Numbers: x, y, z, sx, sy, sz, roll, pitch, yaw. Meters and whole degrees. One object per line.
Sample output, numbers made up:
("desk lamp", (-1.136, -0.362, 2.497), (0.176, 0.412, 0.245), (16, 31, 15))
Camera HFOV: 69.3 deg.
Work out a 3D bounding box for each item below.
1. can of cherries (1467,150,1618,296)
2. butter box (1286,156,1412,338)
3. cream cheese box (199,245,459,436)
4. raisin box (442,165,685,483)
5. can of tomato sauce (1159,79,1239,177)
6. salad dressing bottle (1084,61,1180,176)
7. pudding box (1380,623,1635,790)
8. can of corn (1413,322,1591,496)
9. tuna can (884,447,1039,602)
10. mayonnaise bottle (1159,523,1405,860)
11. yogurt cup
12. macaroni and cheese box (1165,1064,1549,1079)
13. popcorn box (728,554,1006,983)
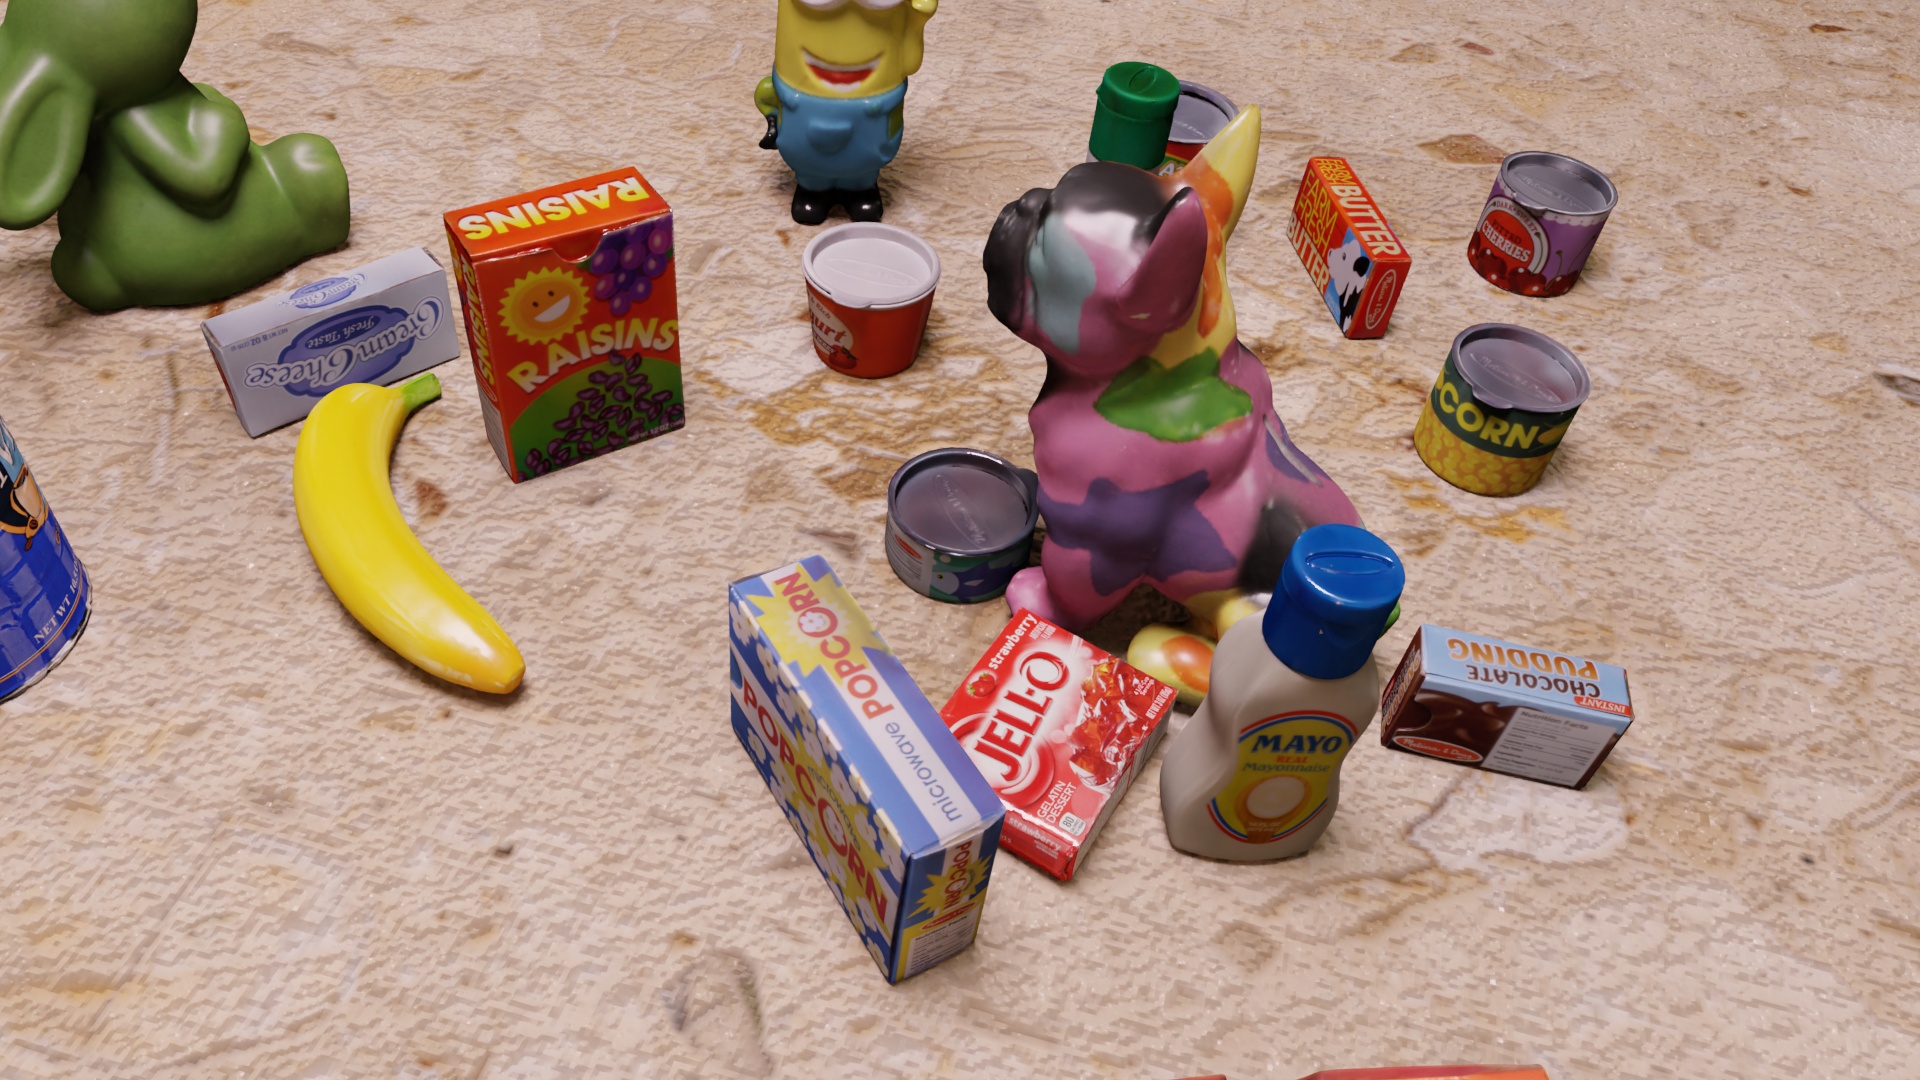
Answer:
("can of cherries", (0.333, -0.183, 0.804), (0.071, 0.058, 0.072), (4, 46, -4))
("butter box", (0.214, -0.165, 0.774), (0.024, 0.052, 0.104), (-3, 47, -11))
("cream cheese box", (-0.284, -0.092, 0.635), (0.104, 0.053, 0.024), (-31, 58, -31))
("raisin box", (-0.168, -0.092, 0.603), (0.086, 0.122, 0.040), (-22, 53, -26))
("can of tomato sauce", (0.113, -0.203, 0.776), (0.071, 0.082, 0.071), (4, 46, -4))
("salad dressing bottle", (0.075, -0.160, 0.685), (0.044, 0.146, 0.064), (21, 48, 12))
("pudding box", (0.217, 0.067, 0.556), (0.084, 0.049, 0.030), (12, 46, 3))
("can of corn", (0.262, -0.062, 0.680), (0.071, 0.058, 0.071), (4, 46, -4))
("tuna can", (0.002, -0.008, 0.609), (0.071, 0.032, 0.071), (4, 46, -4))
("mayonnaise bottle", (0.113, 0.057, 0.483), (0.065, 0.147, 0.041), (2, 46, -6))
("yogurt cup", (-0.045, -0.118, 0.693), (0.072, 0.053, 0.073), (4, 46, -4))
("macaroni and cheese box", (0.061, 0.183, 0.344), (0.124, 0.165, 0.040), (-1, 47, -8))
("popcorn box", (-0.037, 0.078, 0.485), (0.038, 0.084, 0.127), (-21, 53, -25))
